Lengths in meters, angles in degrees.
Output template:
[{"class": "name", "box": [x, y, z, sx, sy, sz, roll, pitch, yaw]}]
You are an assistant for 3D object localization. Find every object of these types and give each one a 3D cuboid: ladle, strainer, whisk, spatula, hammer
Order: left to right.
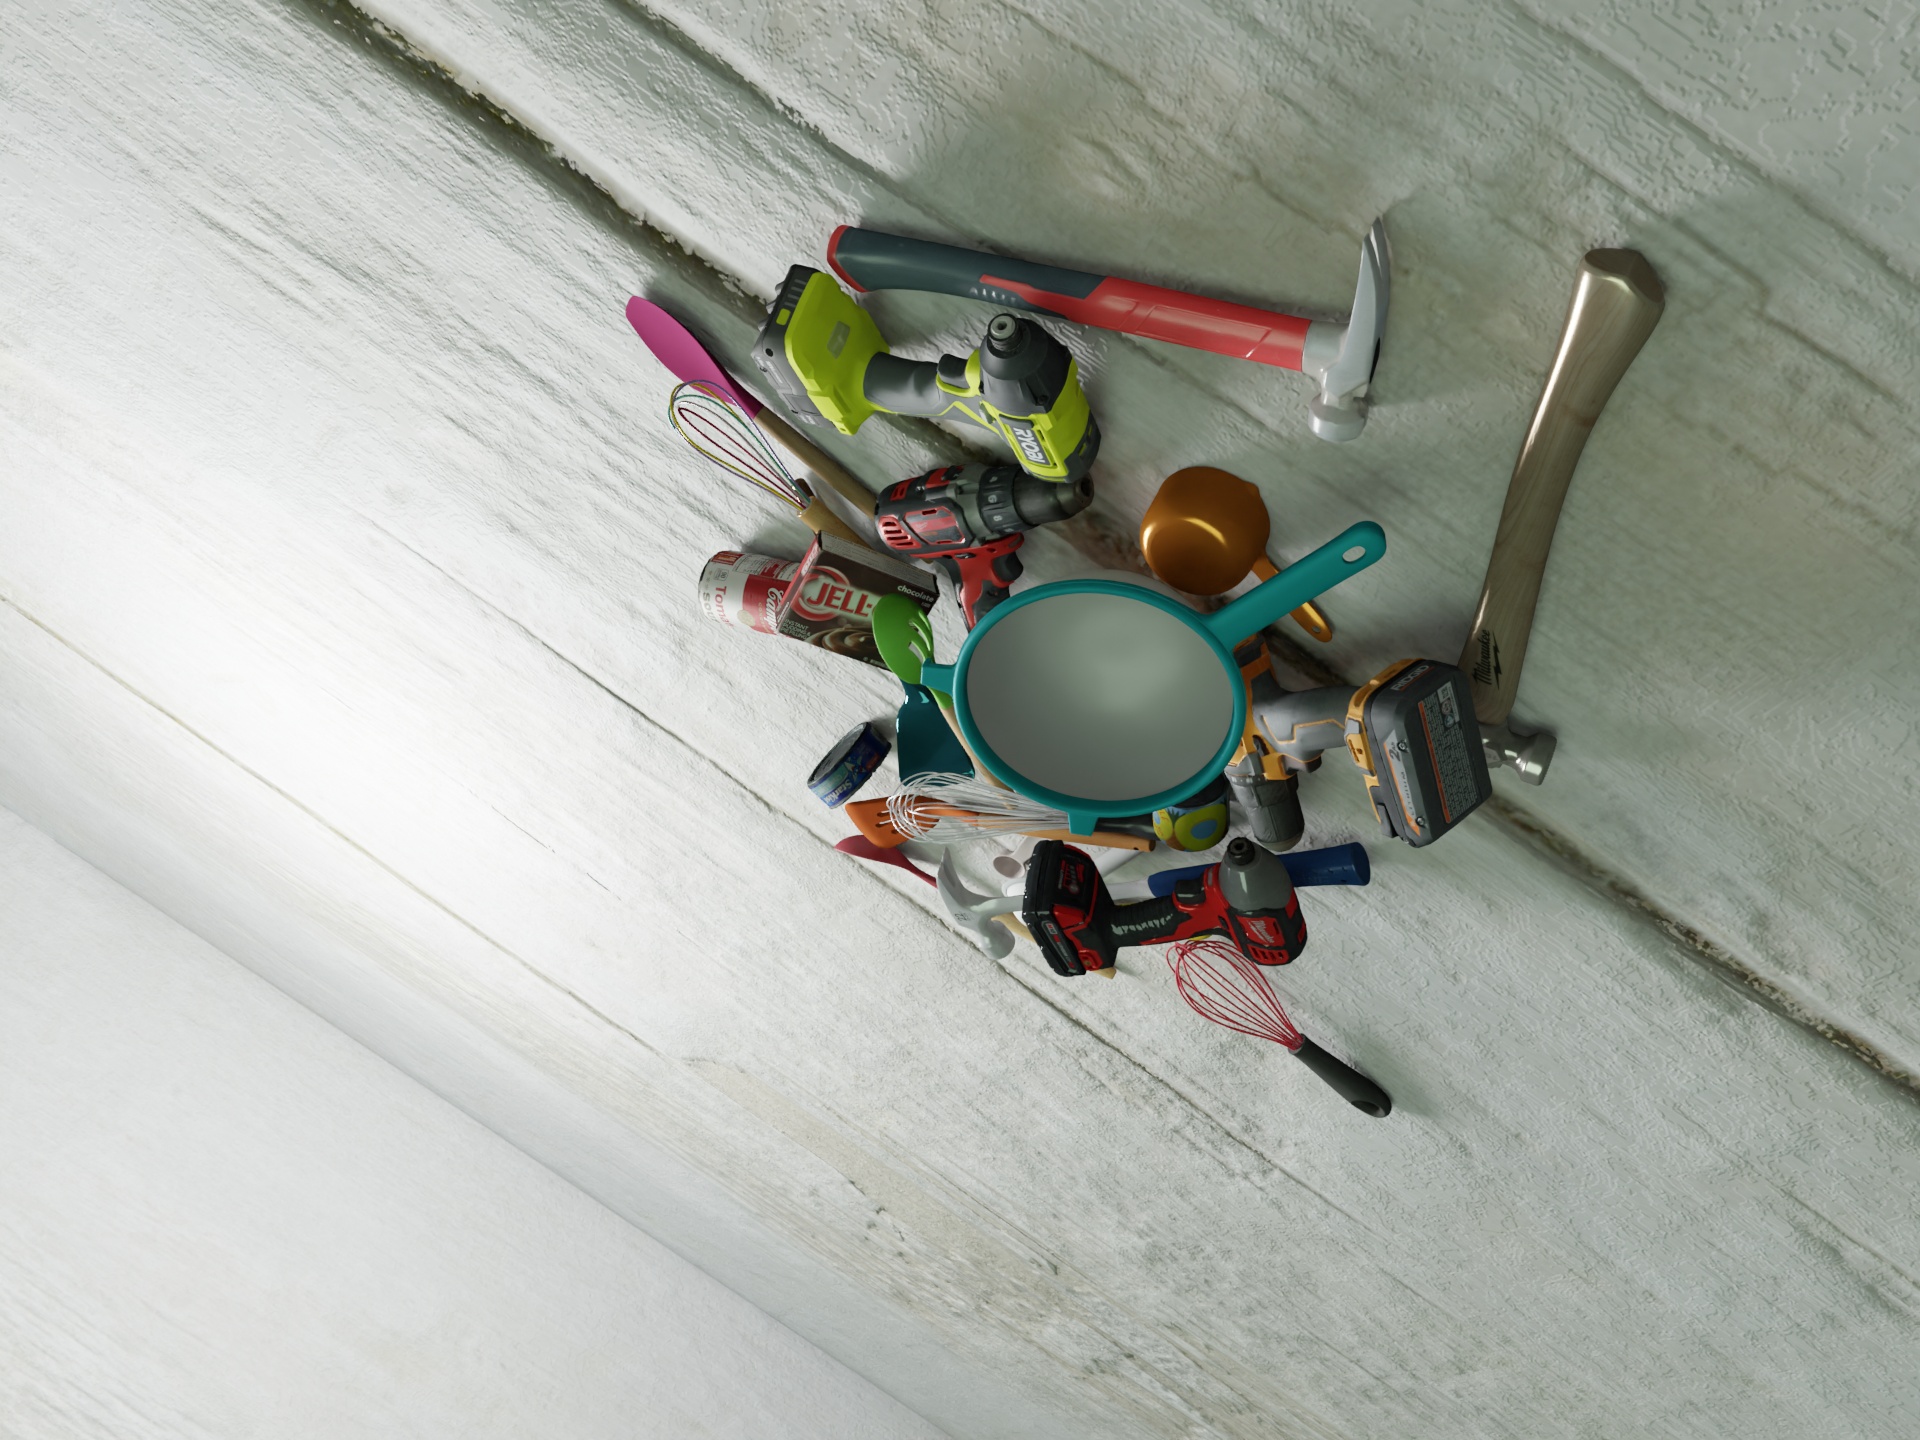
[{"class": "whisk", "box": [-0.144, -0.185, 1.295, 0.051, 0.047, 0.244, -37, 121, 22]}, {"class": "spatula", "box": [-0.076, -0.073, 1.398, 0.082, 0.044, 0.317, -6, 127, 32]}, {"class": "ladle", "box": [0.017, 0.189, 1.629, 0.315, 0.031, 0.069, 27, -178, 3]}, {"class": "spatula", "box": [0.037, 0.105, 1.502, 0.323, 0.041, 0.080, 6, 146, 35]}, {"class": "whisk", "box": [0.074, 0.084, 1.413, 0.284, 0.070, 0.070, 3, 136, 9]}, {"class": "strainer", "box": [0.114, 0.154, 1.518, 0.086, 0.050, 0.258, 27, 142, -18]}, {"class": "hammer", "box": [0.085, -0.291, 1.046, 0.386, 0.038, 0.143, 18, 139, 20]}, {"class": "hammer", "box": [0.161, 0.147, 1.422, 0.405, 0.035, 0.143, -11, 134, 32]}, {"class": "strainer", "box": [0.152, -0.065, 1.136, 0.340, 0.095, 0.210, -32, 115, 30]}, {"class": "whisk", "box": [0.309, 0.299, 1.523, 0.295, 0.073, 0.073, 38, 143, -17]}, {"class": "hammer", "box": [0.358, -0.120, 1.038, 0.146, 0.038, 0.410, 20, 141, 19]}]

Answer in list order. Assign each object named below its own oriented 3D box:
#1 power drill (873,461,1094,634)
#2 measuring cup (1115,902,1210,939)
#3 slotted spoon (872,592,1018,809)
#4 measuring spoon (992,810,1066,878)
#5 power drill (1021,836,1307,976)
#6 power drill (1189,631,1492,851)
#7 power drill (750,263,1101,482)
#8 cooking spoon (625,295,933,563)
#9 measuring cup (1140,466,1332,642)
[{"class": "power drill", "box": [0.051, -0.103, 1.250, 0.188, 0.080, 0.226, -4, 127, 38]}, {"class": "measuring cup", "box": [0.176, 0.188, 1.507, 0.156, 0.029, 0.062, -13, 124, 37]}, {"class": "slotted spoon", "box": [-0.002, -0.004, 1.380, 0.031, 0.070, 0.313, 0, 148, 23]}, {"class": "measuring spoon", "box": [0.070, 0.115, 1.529, 0.034, 0.018, 0.124, 33, 136, -7]}, {"class": "power drill", "box": [0.171, 0.151, 1.335, 0.220, 0.079, 0.143, -5, 138, 22]}, {"class": "power drill", "box": [0.273, 0.030, 1.170, 0.226, 0.084, 0.185, 14, 129, 54]}, {"class": "power drill", "box": [-0.023, -0.244, 1.106, 0.223, 0.080, 0.171, 17, 167, 22]}, {"class": "cooking spoon", "box": [-0.143, -0.233, 1.291, 0.319, 0.017, 0.068, 40, 154, -8]}, {"class": "measuring cup", "box": [0.203, -0.104, 1.153, 0.173, 0.052, 0.095, 44, 142, -10]}]
